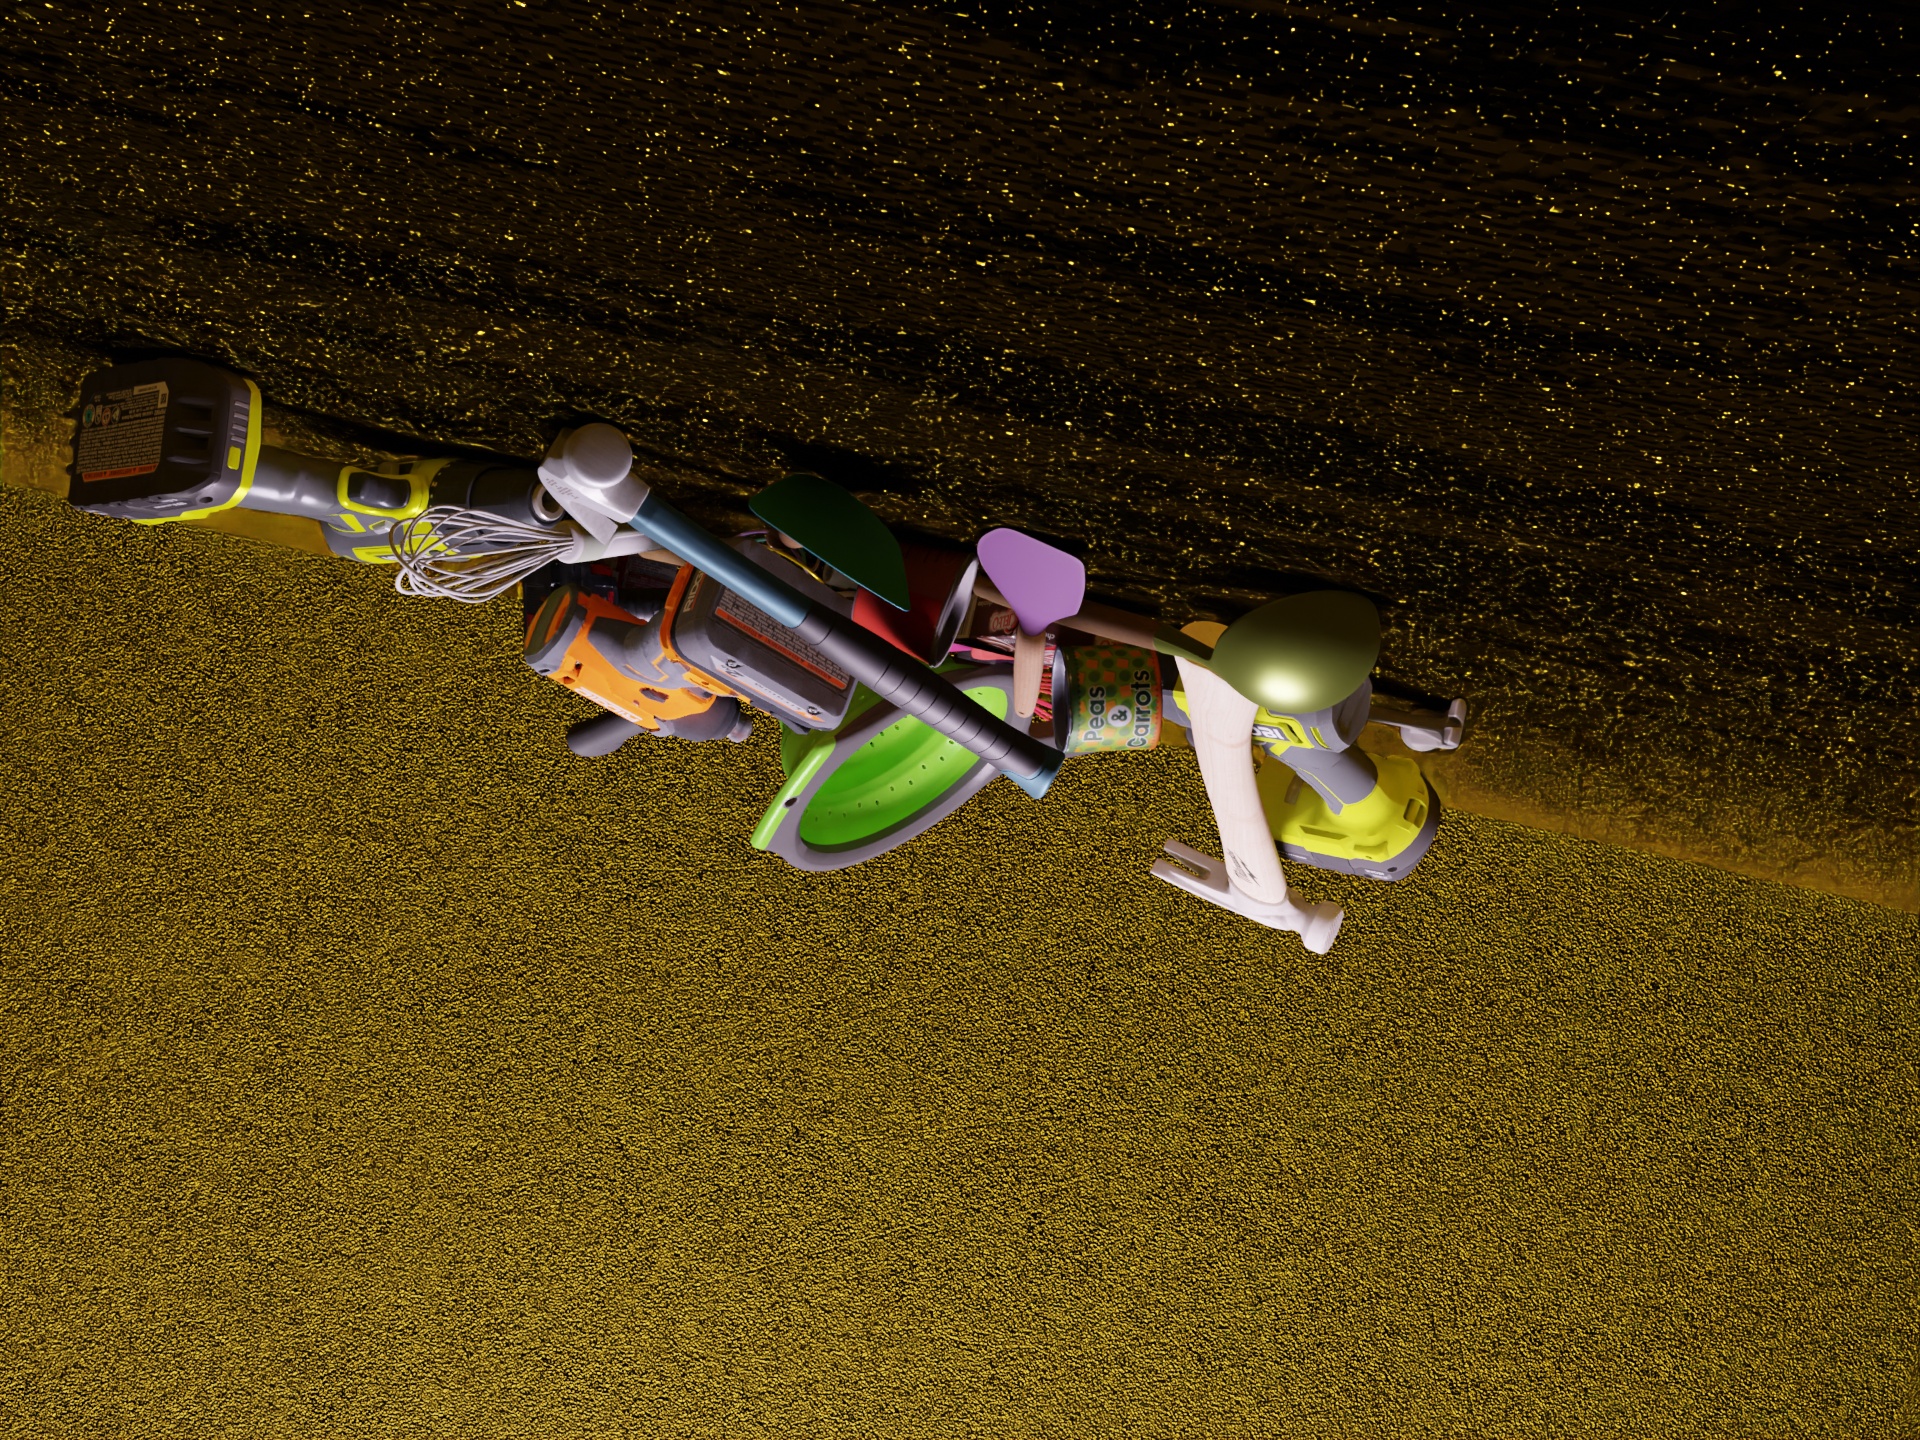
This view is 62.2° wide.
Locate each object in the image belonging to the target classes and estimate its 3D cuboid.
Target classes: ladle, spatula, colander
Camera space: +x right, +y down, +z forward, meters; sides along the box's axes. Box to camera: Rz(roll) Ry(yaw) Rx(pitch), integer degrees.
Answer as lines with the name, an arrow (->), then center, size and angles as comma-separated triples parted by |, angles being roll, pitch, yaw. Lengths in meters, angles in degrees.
ladle -> 0.096, -0.061, 0.850 | 0.078, 0.062, 0.320 | 7, -171, -32
spatula -> -0.081, -0.094, 0.822 | 0.082, 0.044, 0.317 | 33, 176, -13
spatula -> 0.039, -0.048, 0.916 | 0.060, 0.018, 0.315 | 25, 167, 8
colander -> -0.002, -0.004, 1.152 | 0.397, 0.204, 0.095 | -9, -125, -47

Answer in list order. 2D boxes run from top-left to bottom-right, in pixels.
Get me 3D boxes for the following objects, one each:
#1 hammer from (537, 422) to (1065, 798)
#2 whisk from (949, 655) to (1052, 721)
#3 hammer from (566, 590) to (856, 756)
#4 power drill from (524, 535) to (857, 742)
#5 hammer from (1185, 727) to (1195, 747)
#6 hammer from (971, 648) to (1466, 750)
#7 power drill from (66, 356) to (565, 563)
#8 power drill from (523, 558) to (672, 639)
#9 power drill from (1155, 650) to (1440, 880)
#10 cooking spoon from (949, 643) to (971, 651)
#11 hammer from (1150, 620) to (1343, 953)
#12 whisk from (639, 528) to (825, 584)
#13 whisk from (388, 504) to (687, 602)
hammer -> -0.073, -0.049, 0.835 | 0.330, 0.033, 0.128 | 33, 171, -23
whisk -> 0.044, -0.031, 1.266 | 0.295, 0.073, 0.073 | 6, -176, -42
hammer -> -0.190, -0.030, 1.189 | 0.335, 0.035, 0.146 | -21, 169, 39
power drill -> -0.155, -0.036, 0.994 | 0.164, 0.084, 0.226 | 32, 156, -33
hammer -> 0.205, -0.002, 1.360 | 0.149, 0.036, 0.409 | 14, -175, 6
hammer -> 0.182, -0.030, 1.165 | 0.359, 0.037, 0.149 | 12, 178, 11
power drill -> -0.363, -0.139, 0.918 | 0.191, 0.080, 0.228 | 2, 175, 35
power drill -> -0.212, -0.084, 1.213 | 0.219, 0.078, 0.143 | -2, -173, -27
power drill -> 0.217, 0.019, 1.069 | 0.171, 0.080, 0.223 | 10, 157, 41
cooking spoon -> -0.093, -0.055, 1.278 | 0.319, 0.017, 0.069 | -5, -179, 5
hammer -> 0.170, 0.046, 1.036 | 0.146, 0.038, 0.410 | 23, 161, 25
whisk -> -0.161, -0.107, 1.080 | 0.047, 0.051, 0.245 | 7, -174, -37
whisk -> -0.230, -0.101, 0.908 | 0.059, 0.057, 0.246 | 46, -154, 11
